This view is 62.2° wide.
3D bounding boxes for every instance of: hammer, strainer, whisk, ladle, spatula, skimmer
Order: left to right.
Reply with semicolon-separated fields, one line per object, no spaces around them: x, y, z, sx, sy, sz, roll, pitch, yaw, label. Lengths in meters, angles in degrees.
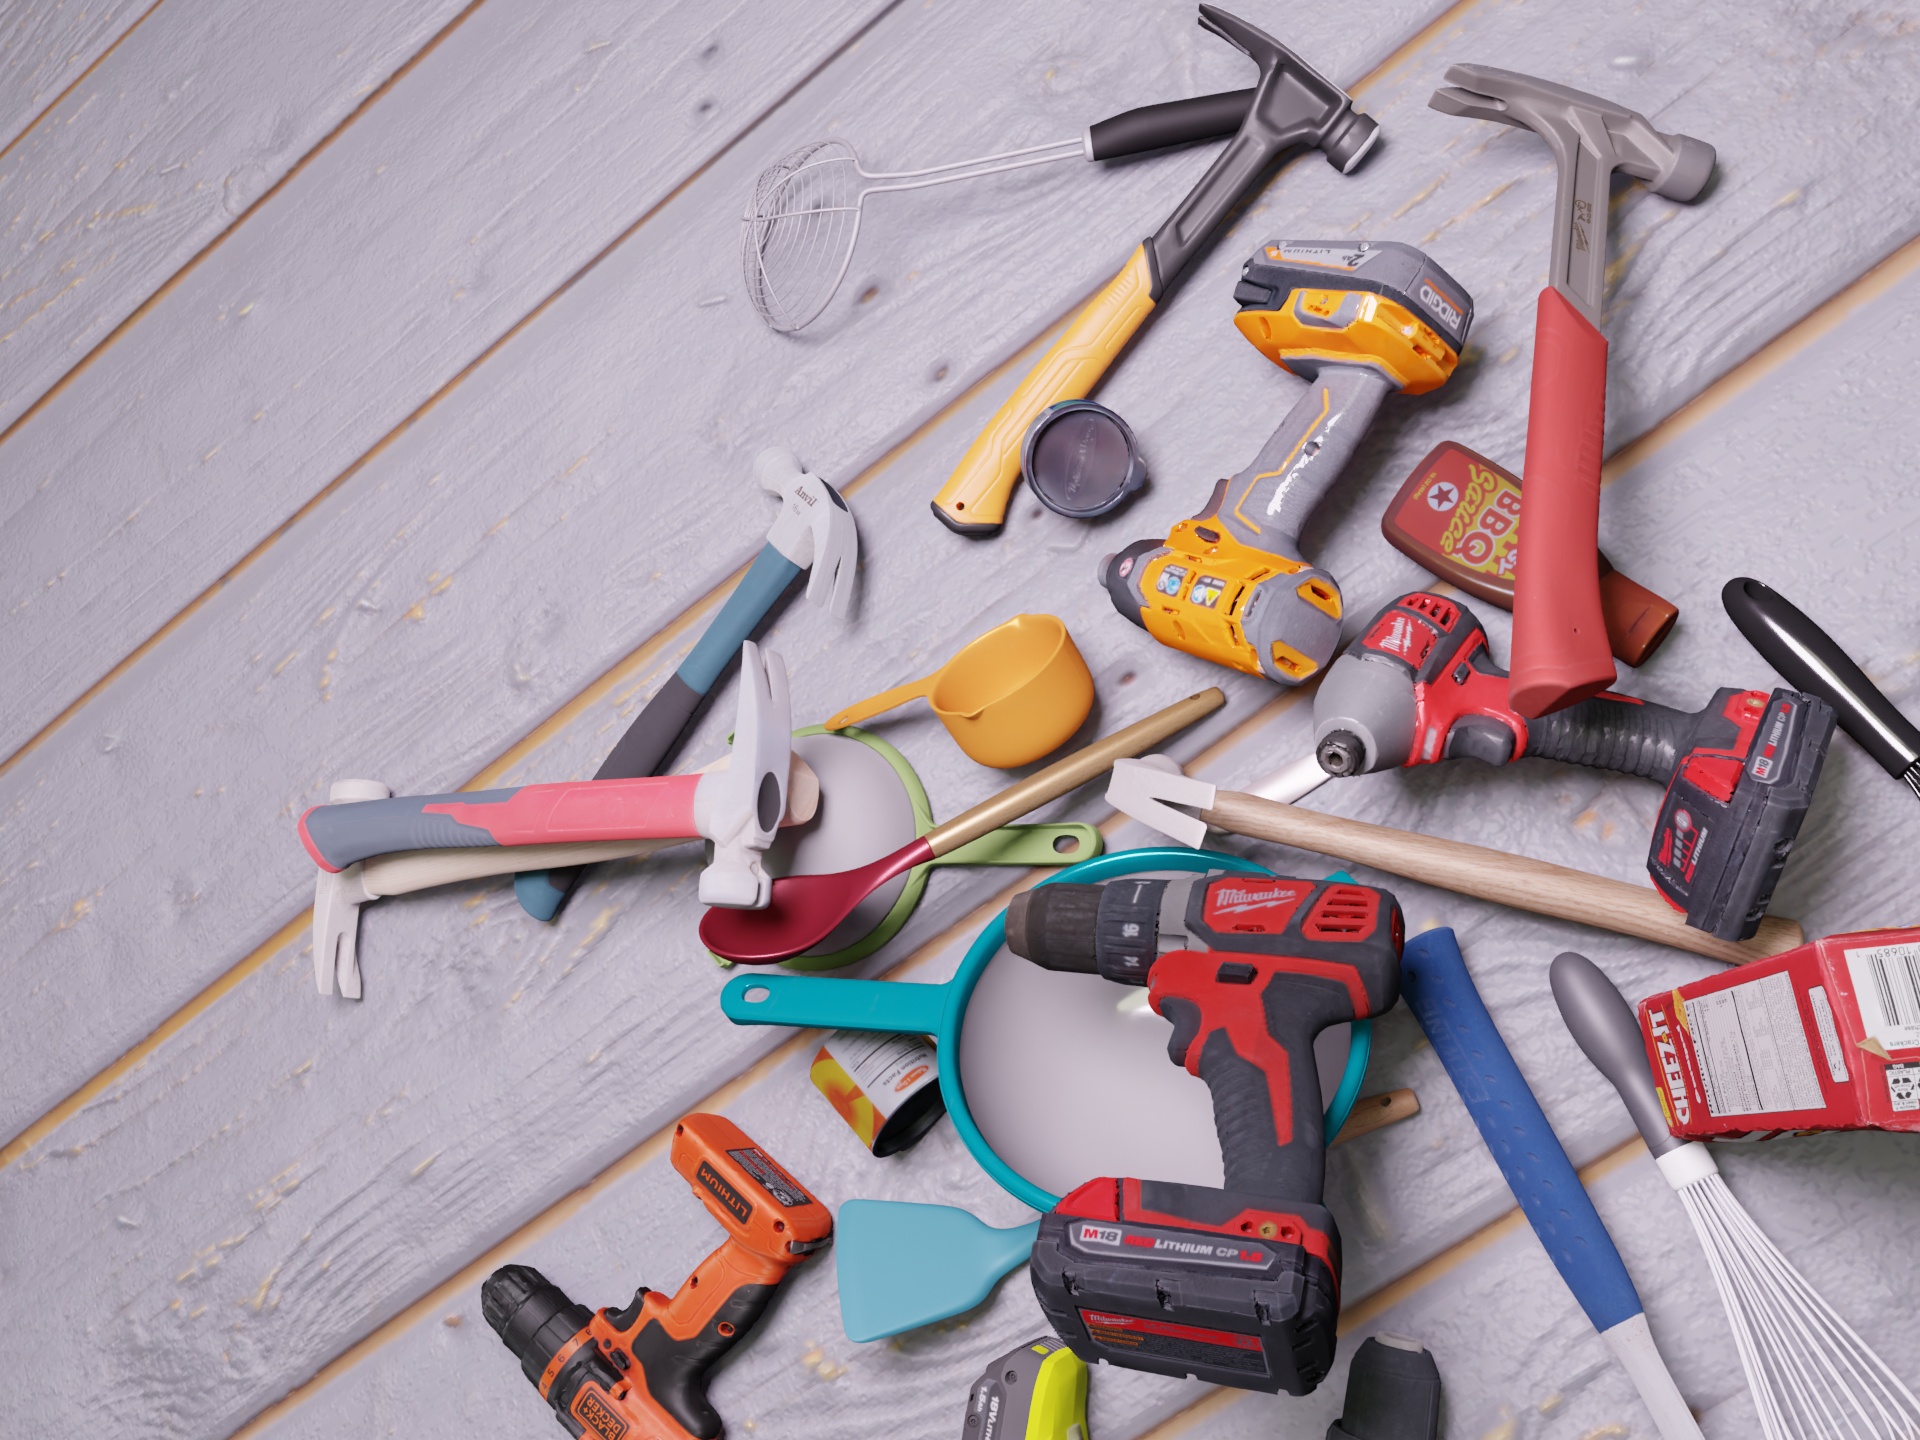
-0.260;0.041;0.945;0.386;0.038;0.143;-5;74;33;hammer
-0.257;0.083;0.978;0.411;0.038;0.146;-11;71;32;hammer
-0.178;-0.014;1.005;0.331;0.033;0.128;-53;47;7;hammer
-0.048;0.068;0.916;0.256;0.069;0.151;-2;76;24;strainer
0.005;0.056;0.872;0.315;0.031;0.069;-27;34;-5;ladle
0.025;-0.336;1.010;0.363;0.090;0.127;-8;71;11;skimmer
0.041;0.173;0.822;0.340;0.095;0.211;0;49;21;strainer
0.091;-0.252;0.941;0.127;0.034;0.337;39;98;1;hammer
0.084;0.246;0.829;0.317;0.044;0.082;-24;41;14;spatula
0.232;0.069;0.778;0.331;0.130;0.031;14;94;15;hammer
0.285;-0.168;0.768;0.149;0.036;0.359;16;65;-3;hammer
0.296;0.282;0.709;0.144;0.035;0.406;-59;45;47;hammer
0.345;0.230;0.715;0.070;0.070;0.285;-31;62;14;whisk
0.442;0.017;0.733;0.055;0.055;0.239;-40;61;10;whisk

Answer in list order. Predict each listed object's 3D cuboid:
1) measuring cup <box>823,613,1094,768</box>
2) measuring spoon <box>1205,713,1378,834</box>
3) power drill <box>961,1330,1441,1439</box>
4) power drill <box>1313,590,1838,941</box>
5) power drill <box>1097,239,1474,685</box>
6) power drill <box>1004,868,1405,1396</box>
-0.001;-0.003;0.919;0.173;0.052;0.095;-18;30;34;measuring cup
0.184;0.028;0.855;0.124;0.018;0.034;-31;67;14;measuring spoon
0.117;0.376;0.765;0.228;0.080;0.191;6;79;22;power drill
0.279;0.013;0.753;0.220;0.143;0.078;21;128;26;power drill
0.164;-0.141;0.862;0.164;0.084;0.226;24;90;52;power drill
0.091;0.160;0.700;0.188;0.080;0.227;2;47;21;power drill
